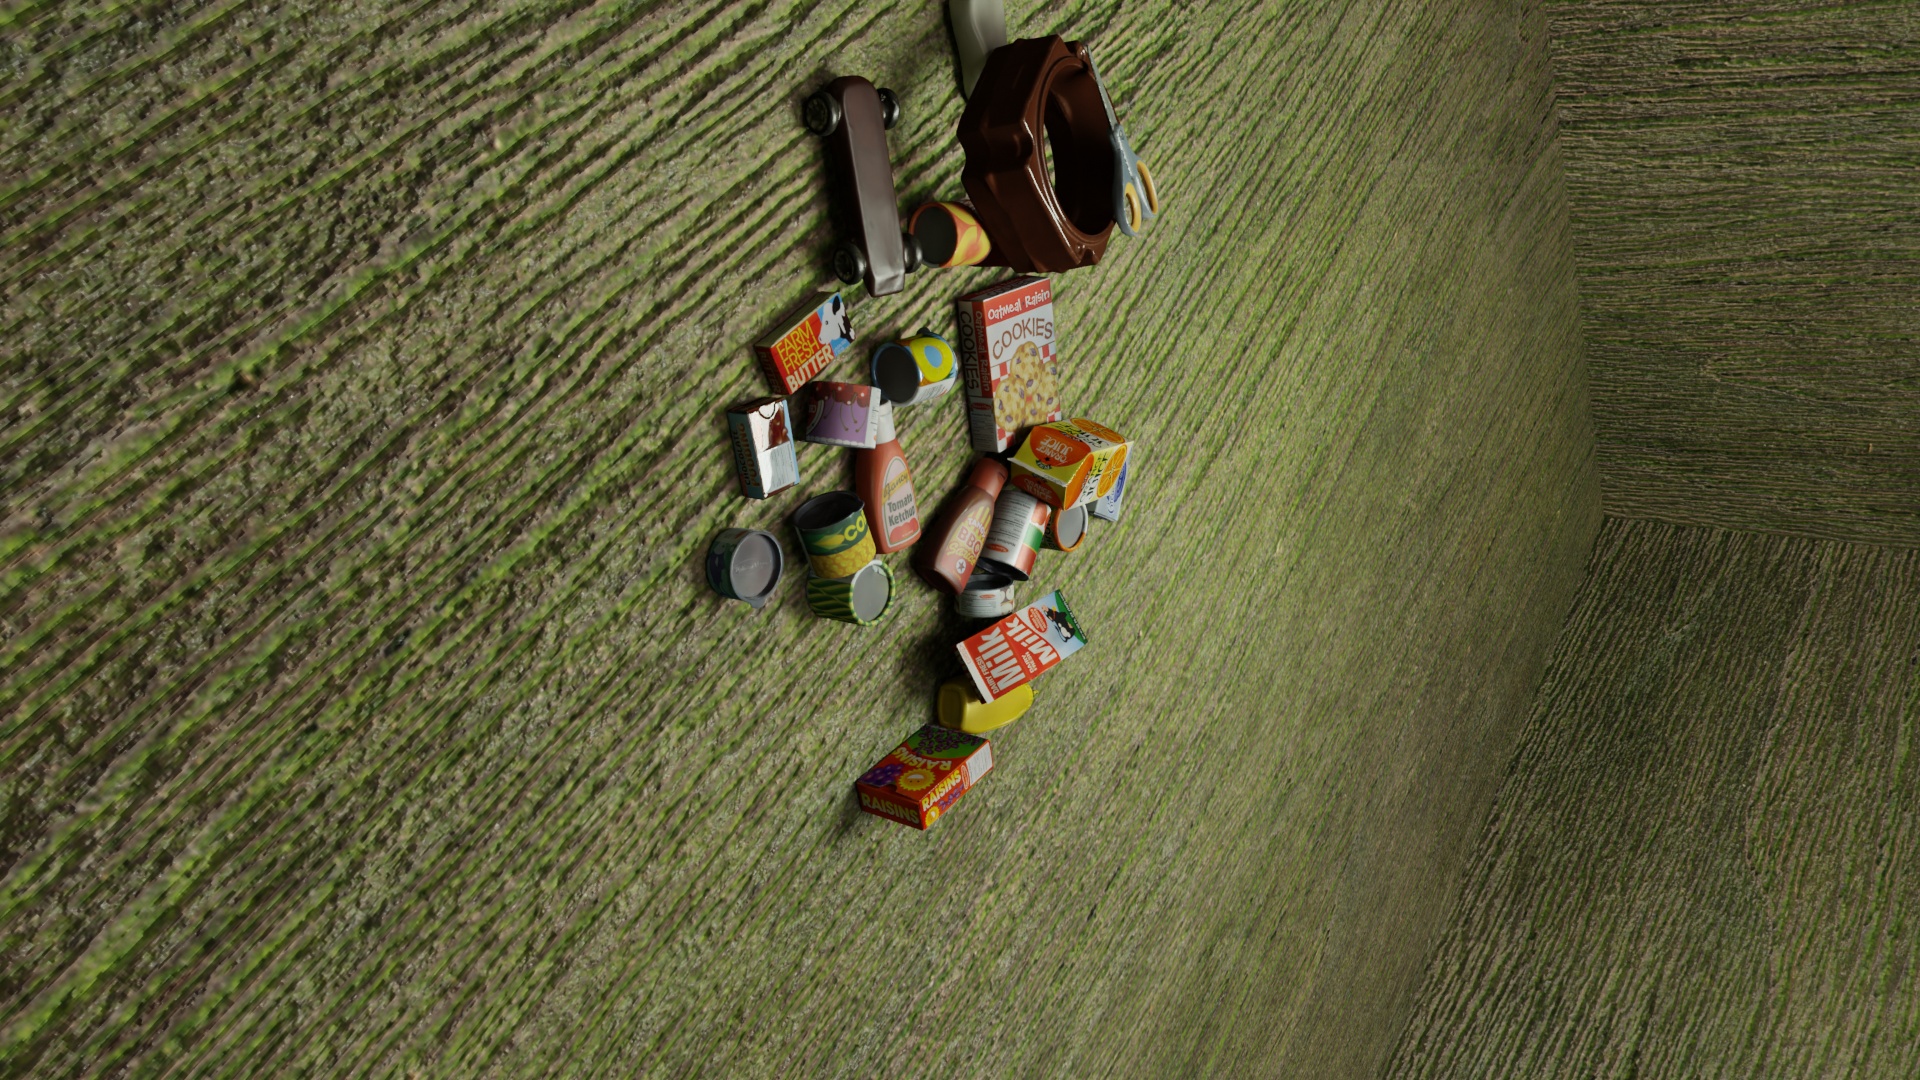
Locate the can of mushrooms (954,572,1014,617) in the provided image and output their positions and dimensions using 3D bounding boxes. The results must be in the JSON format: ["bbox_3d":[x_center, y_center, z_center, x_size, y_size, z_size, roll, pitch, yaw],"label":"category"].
[{"bbox_3d":[0.026,0.059,1.509,0.071,0.071,0.033,-19,111,-49],"label":"can of mushrooms"}]

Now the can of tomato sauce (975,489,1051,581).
[{"bbox_3d":[0.058,-0.005,1.537,0.071,0.071,0.083,37,67,-49],"label":"can of tomato sauce"}]

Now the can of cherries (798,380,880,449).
[{"bbox_3d":[-0.113,-0.117,1.299,0.071,0.071,0.058,3,94,-52],"label":"can of cherries"}]

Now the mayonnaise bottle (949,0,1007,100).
[{"bbox_3d":[0.026,-0.485,1.428,0.065,0.041,0.147,-38,126,-47],"label":"mayonnaise bottle"}]

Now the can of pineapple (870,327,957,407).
[{"bbox_3d":[-0.047,-0.170,1.372,0.058,0.071,0.070,-24,115,-47],"label":"can of pineapple"}]

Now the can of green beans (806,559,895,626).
[{"bbox_3d":[-0.105,0.047,1.343,0.071,0.058,0.071,-14,108,-50],"label":"can of green beans"}]

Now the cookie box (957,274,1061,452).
[{"bbox_3d":[0.055,-0.195,1.519,0.123,0.040,0.166,-29,120,-46],"label":"cookie box"}]

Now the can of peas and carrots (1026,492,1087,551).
[{"bbox_3d":[0.104,-0.021,1.598,0.071,0.059,0.070,-12,106,-50],"label":"can of peas and carrots"}]

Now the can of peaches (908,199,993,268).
[{"bbox_3d":[-0.009,-0.309,1.392,0.058,0.071,0.071,-20,112,-48],"label":"can of peaches"}]

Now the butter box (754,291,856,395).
[{"bbox_3d":[-0.142,-0.182,1.281,0.104,0.024,0.053,-48,131,-36],"label":"butter box"}]

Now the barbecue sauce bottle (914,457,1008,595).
[{"bbox_3d":[0.005,-0.019,1.485,0.064,0.043,0.149,48,59,-43],"label":"barbecue sauce bottle"}]

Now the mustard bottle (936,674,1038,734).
[{"bbox_3d":[0.038,0.180,1.558,0.160,0.049,0.065,1,91,-53],"label":"mustard bottle"}]

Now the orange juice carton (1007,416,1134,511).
[{"bbox_3d":[0.119,-0.086,1.547,0.193,0.072,0.072,-19,134,-63],"label":"orange juice carton"}]

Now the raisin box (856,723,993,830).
[{"bbox_3d":[-0.036,0.244,1.446,0.124,0.086,0.040,-35,125,-43],"label":"raisin box"}]

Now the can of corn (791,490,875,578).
[{"bbox_3d":[-0.116,-0.006,1.309,0.071,0.071,0.058,-44,130,-38],"label":"can of corn"}]

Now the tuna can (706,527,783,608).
[{"bbox_3d":[-0.193,0.024,1.247,0.071,0.033,0.071,-13,107,-50],"label":"tuna can"}]

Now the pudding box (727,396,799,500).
[{"bbox_3d":[-0.176,-0.084,1.251,0.050,0.030,0.083,-29,119,-45],"label":"pudding box"}]

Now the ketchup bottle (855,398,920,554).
[{"bbox_3d":[-0.077,-0.064,1.371,0.065,0.043,0.148,-29,118,-46],"label":"ketchup bottle"}]

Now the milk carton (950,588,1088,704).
[{"bbox_3d":[0.057,0.119,1.509,0.072,0.073,0.191,61,31,3],"label":"milk carton"}]

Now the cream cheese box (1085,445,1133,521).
[{"bbox_3d":[0.182,-0.079,1.715,0.053,0.024,0.104,20,81,-51],"label":"cream cheese box"}]
